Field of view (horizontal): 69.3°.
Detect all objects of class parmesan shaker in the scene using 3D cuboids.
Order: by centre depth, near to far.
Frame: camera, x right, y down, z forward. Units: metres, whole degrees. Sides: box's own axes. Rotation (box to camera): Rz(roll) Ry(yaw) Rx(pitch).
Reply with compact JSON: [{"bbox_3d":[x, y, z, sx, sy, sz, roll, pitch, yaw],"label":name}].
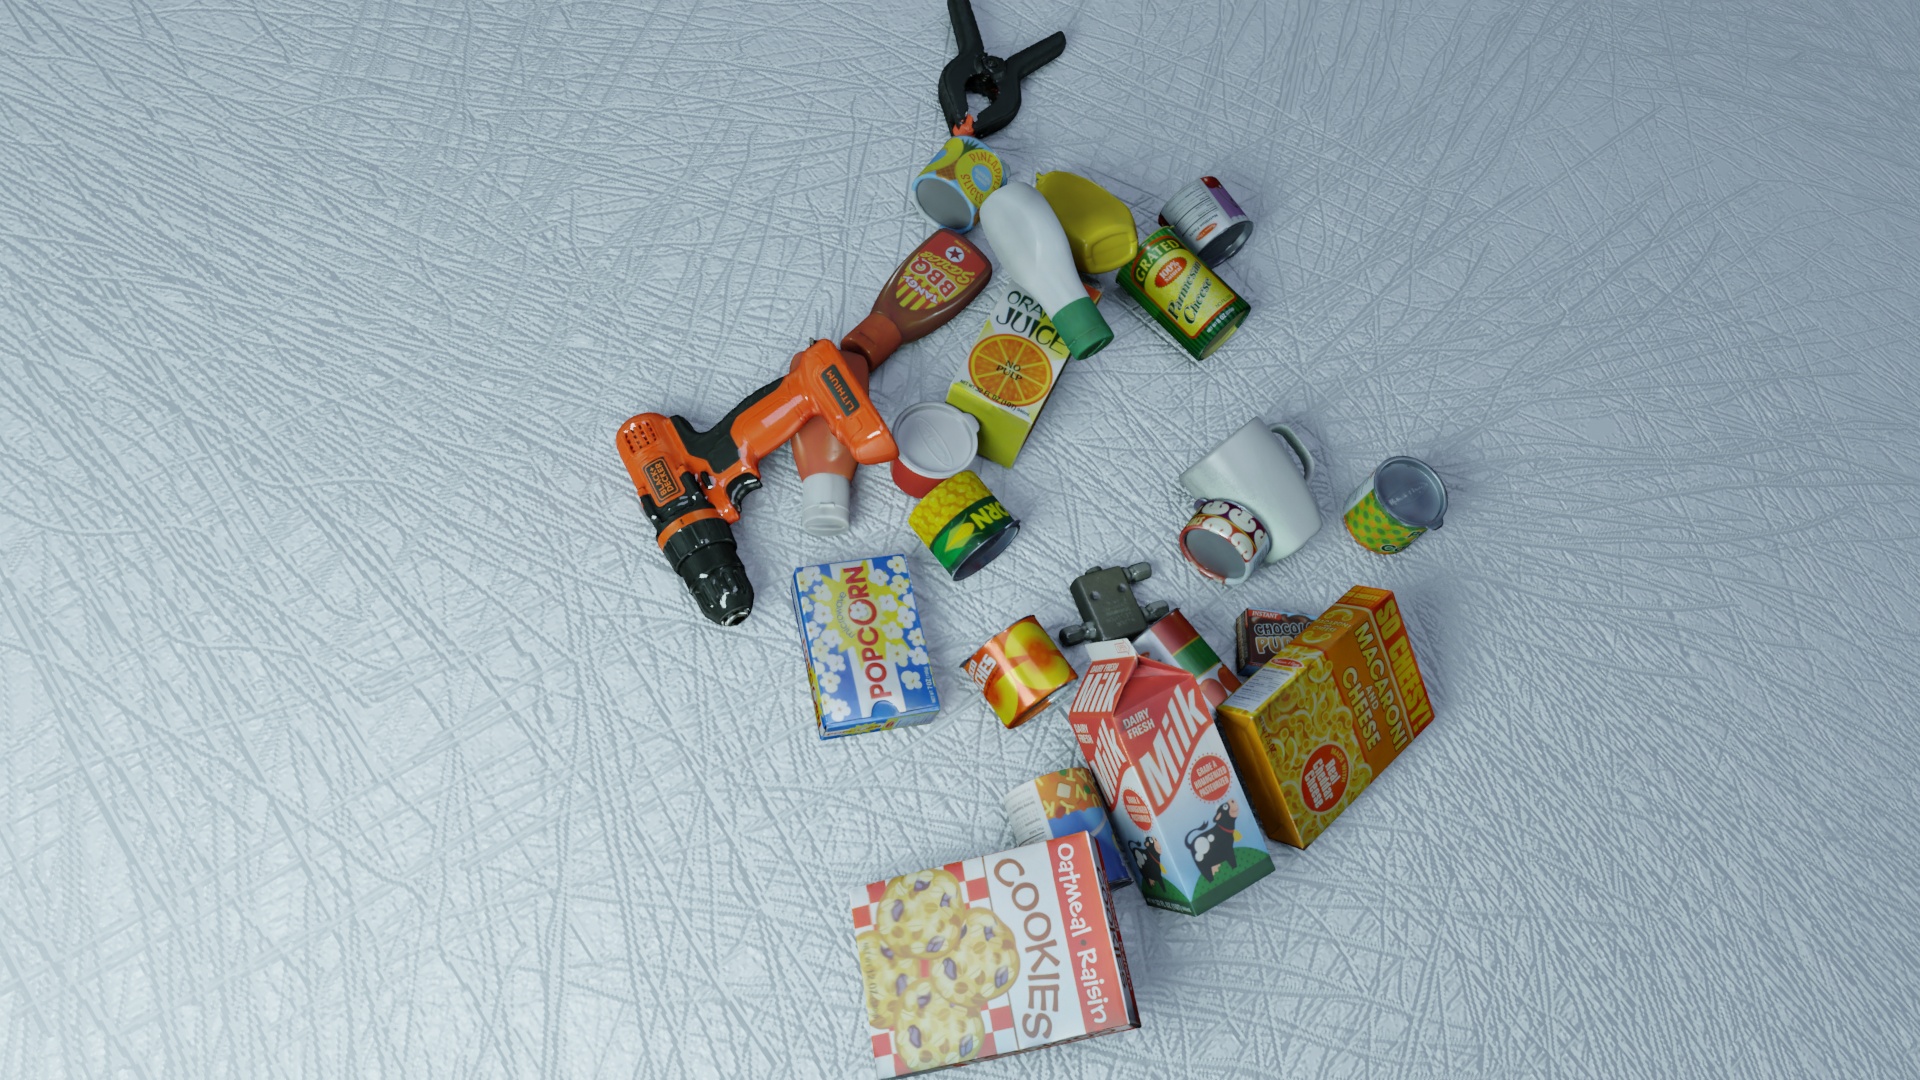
[{"bbox_3d":[0.196,-0.217,1.210,0.071,0.071,0.103,-38,78,-26],"label":"parmesan shaker"}]

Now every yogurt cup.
[{"bbox_3d":[-0.025,-0.068,1.091,0.072,0.053,0.072,5,63,-11],"label":"yogurt cup"}]

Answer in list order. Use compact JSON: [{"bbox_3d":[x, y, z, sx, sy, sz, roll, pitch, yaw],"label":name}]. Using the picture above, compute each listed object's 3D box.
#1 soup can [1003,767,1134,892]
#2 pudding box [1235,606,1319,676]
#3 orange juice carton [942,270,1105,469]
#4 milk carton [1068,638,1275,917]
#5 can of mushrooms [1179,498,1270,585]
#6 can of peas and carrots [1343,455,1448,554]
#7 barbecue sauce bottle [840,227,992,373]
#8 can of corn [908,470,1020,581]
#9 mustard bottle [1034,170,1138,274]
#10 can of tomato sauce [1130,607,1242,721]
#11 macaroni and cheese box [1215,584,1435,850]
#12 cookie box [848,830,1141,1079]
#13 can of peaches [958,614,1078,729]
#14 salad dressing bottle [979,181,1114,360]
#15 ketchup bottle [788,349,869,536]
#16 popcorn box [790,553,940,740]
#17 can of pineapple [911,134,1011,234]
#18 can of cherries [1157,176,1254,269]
[{"bbox_3d":[0.076,0.209,0.970,0.071,0.071,0.084,-12,67,-19],"label":"soup can"},{"bbox_3d":[0.261,0.084,1.097,0.084,0.030,0.050,9,61,-9],"label":"pudding box"},{"bbox_3d":[0.055,-0.162,1.146,0.072,0.072,0.193,27,60,2],"label":"orange juice carton"},{"bbox_3d":[0.139,0.158,0.974,0.074,0.072,0.190,-23,90,-22],"label":"milk carton"},{"bbox_3d":[0.208,0.000,1.106,0.071,0.070,0.033,38,63,7],"label":"can of mushrooms"},{"bbox_3d":[0.365,-0.027,1.162,0.071,0.058,0.071,5,64,-11],"label":"can of peas and carrots"},{"bbox_3d":[-0.040,-0.197,1.158,0.065,0.043,0.149,39,62,6],"label":"barbecue sauce bottle"},{"bbox_3d":[0.004,-0.013,1.061,0.071,0.071,0.058,-33,75,-25],"label":"can of corn"},{"bbox_3d":[0.101,-0.288,1.217,0.065,0.048,0.161,-20,41,-7],"label":"mustard bottle"},{"bbox_3d":[0.166,0.102,1.045,0.071,0.071,0.083,-34,76,-25],"label":"can of tomato sauce"},{"bbox_3d":[0.275,0.129,1.038,0.167,0.040,0.123,-36,114,-27],"label":"macaroni and cheese box"},{"bbox_3d":[0.020,0.270,0.901,0.167,0.040,0.123,-16,65,10],"label":"cookie box"},{"bbox_3d":[0.043,0.098,1.017,0.071,0.071,0.058,-30,75,-25],"label":"can of peaches"},{"bbox_3d":[0.070,-0.213,1.102,0.044,0.064,0.148,-23,77,-33],"label":"salad dressing bottle"},{"bbox_3d":[-0.104,-0.077,1.082,0.065,0.043,0.149,2,64,-7],"label":"ketchup bottle"},{"bbox_3d":[-0.071,0.077,1.016,0.085,0.038,0.127,-6,65,-18],"label":"popcorn box"},{"bbox_3d":[0.000,-0.309,1.209,0.071,0.070,0.058,32,62,4],"label":"can of pineapple"},{"bbox_3d":[0.222,-0.285,1.255,0.072,0.071,0.058,-26,72,-24],"label":"can of cherries"}]
